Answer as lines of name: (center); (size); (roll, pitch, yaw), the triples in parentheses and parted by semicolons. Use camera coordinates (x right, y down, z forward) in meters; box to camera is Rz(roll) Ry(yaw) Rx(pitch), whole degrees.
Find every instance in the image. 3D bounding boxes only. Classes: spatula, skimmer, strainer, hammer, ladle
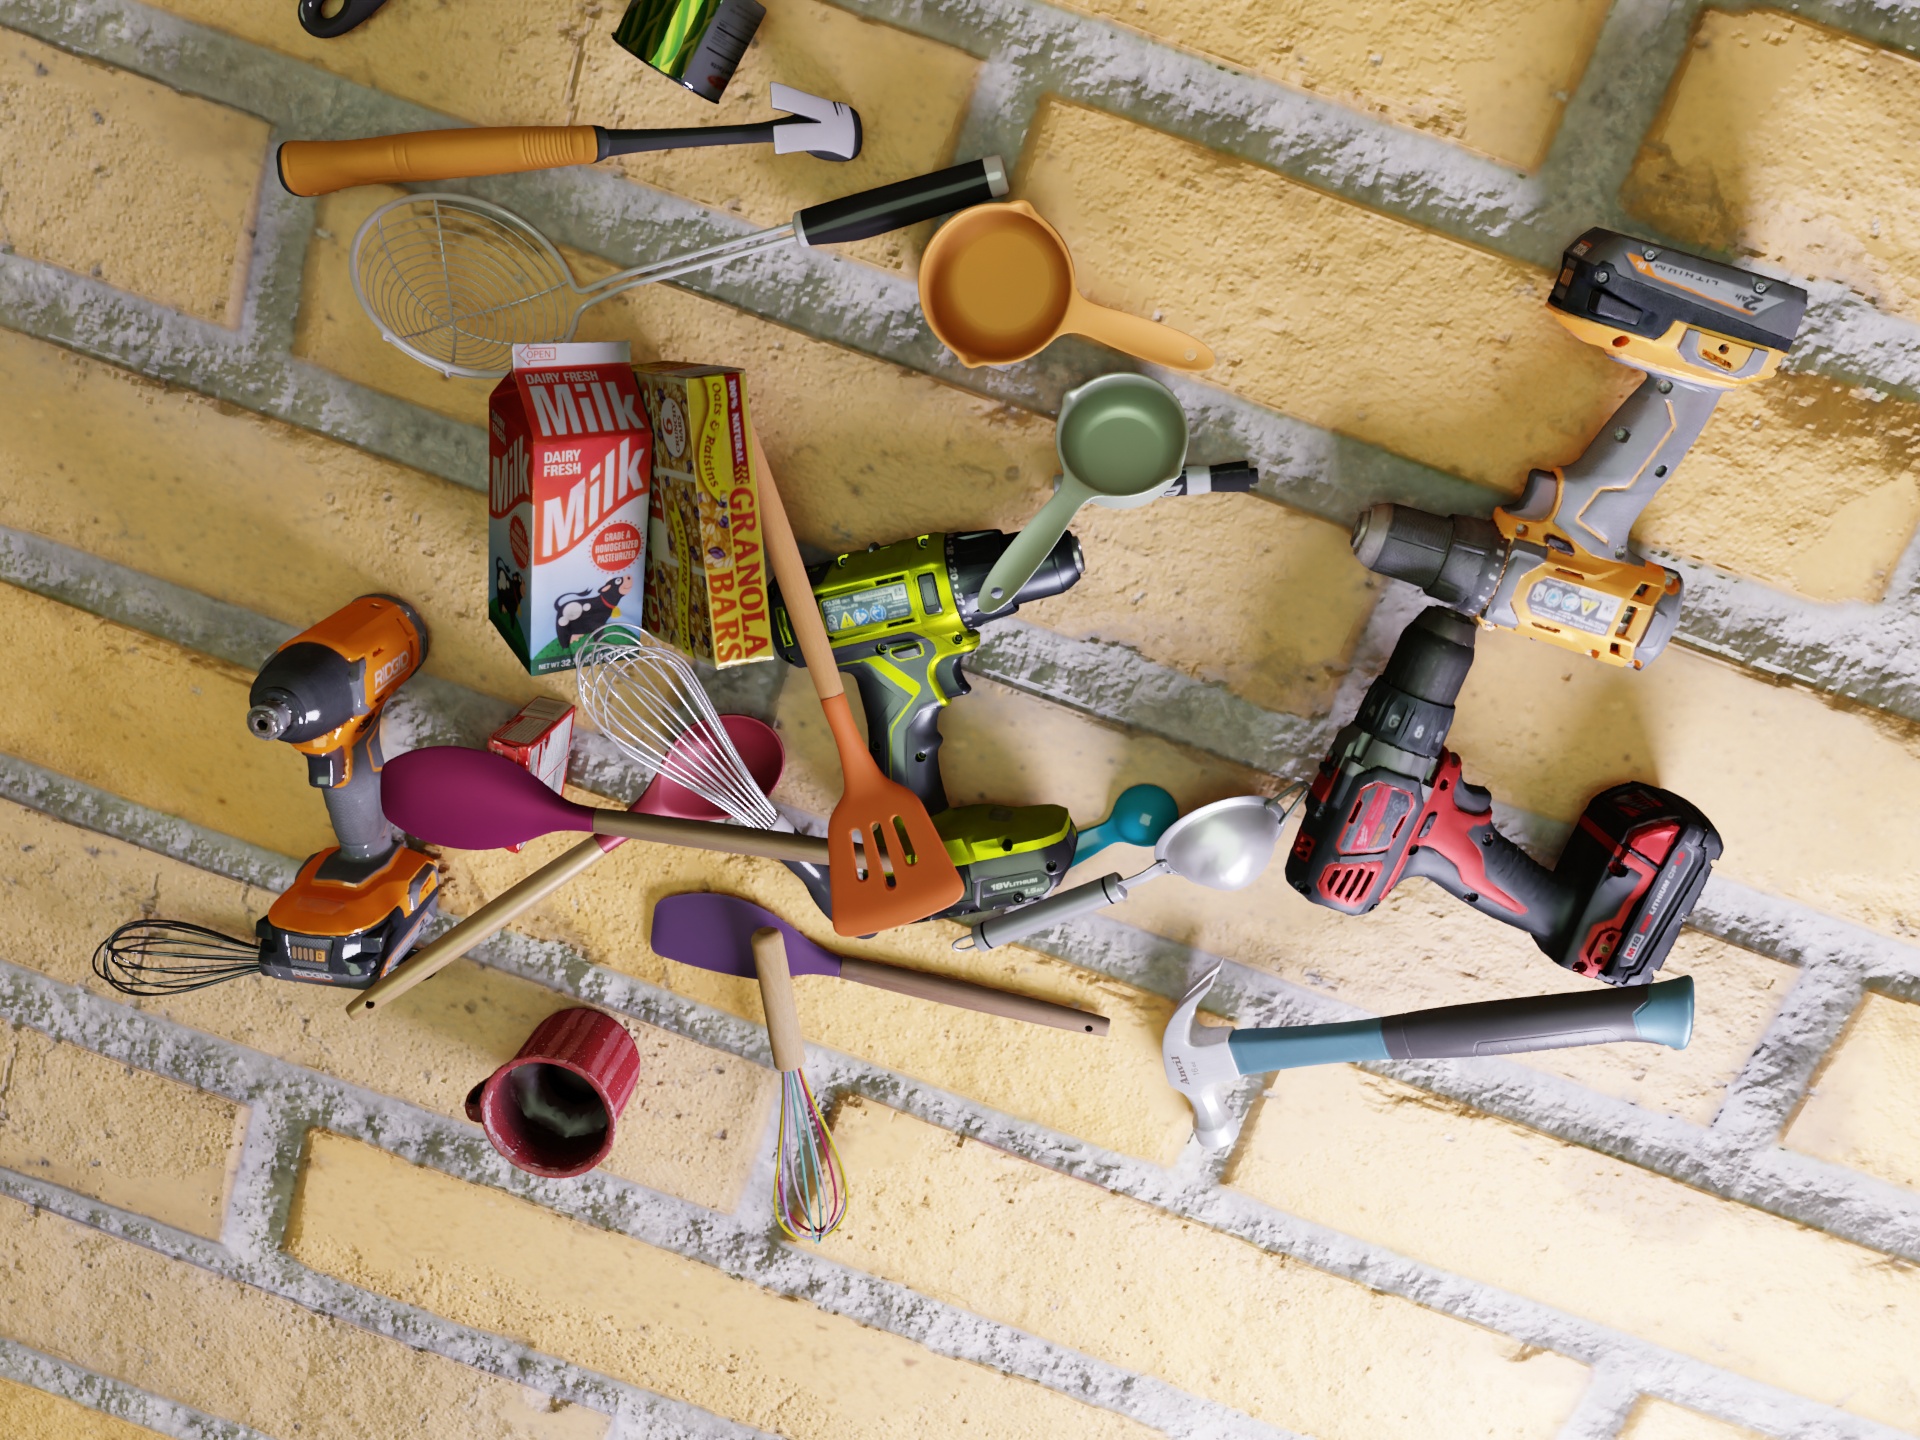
spatula: (-0.083, -0.036, 0.922); (0.081, 0.041, 0.322); (-18, 96, 6)
skimmer: (-0.156, -0.278, 0.896); (0.363, 0.090, 0.127); (-13, 68, 7)
strainer: (0.106, 0.106, 1.010); (0.258, 0.050, 0.086); (-23, 143, 22)
hammer: (-0.231, -0.319, 0.887); (0.337, 0.127, 0.034); (0, 106, 12)
hammer: (0.277, 0.194, 0.976); (0.331, 0.033, 0.128); (-13, 108, 31)
ladle: (-0.250, 0.095, 1.007); (0.315, 0.031, 0.069); (-34, 107, -8)
spatula: (-0.054, 0.169, 1.067); (0.316, 0.018, 0.059); (13, 111, 3)

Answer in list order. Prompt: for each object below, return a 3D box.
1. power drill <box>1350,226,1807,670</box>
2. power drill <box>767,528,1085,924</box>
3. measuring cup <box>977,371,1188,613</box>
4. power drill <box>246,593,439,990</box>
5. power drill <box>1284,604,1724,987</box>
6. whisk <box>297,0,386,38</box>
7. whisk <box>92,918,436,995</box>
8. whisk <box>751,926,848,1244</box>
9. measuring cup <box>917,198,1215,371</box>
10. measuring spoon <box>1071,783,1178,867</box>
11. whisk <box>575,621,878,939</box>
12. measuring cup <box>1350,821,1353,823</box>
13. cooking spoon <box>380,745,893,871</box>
power drill: (0.338, -0.154, 0.890); (0.185, 0.084, 0.226); (17, 113, 2)
power drill: (-0.002, -0.003, 0.973); (0.190, 0.080, 0.228); (-11, 101, 11)
measuring cup: (0.066, -0.125, 0.920); (0.083, 0.038, 0.167); (38, 87, 12)
power drill: (-0.390, 0.050, 0.991); (0.084, 0.164, 0.226); (7, 110, 4)
power drill: (0.323, 0.048, 0.937); (0.226, 0.080, 0.188); (19, 105, -7)
whisk: (-0.254, -0.461, 0.869); (0.296, 0.073, 0.073); (-26, 103, 20)
whisk: (-0.480, 0.167, 1.101); (0.239, 0.055, 0.055); (2, 108, 2)
whisk: (-0.116, 0.254, 1.082); (0.047, 0.051, 0.244); (-3, 110, 14)
measuring cup: (0.062, -0.235, 0.907); (0.173, 0.052, 0.095); (19, 109, -2)
measuring spoon: (0.081, 0.083, 1.021); (0.128, 0.021, 0.042); (-28, 103, 14)
whisk: (-0.136, 0.046, 0.990); (0.070, 0.070, 0.284); (-32, 121, 15)
measuring cup: (0.302, 0.094, 0.996); (0.156, 0.029, 0.062); (21, 109, 1)
cooking spoon: (-0.194, 0.063, 0.956); (0.319, 0.017, 0.068); (7, 110, 2)
